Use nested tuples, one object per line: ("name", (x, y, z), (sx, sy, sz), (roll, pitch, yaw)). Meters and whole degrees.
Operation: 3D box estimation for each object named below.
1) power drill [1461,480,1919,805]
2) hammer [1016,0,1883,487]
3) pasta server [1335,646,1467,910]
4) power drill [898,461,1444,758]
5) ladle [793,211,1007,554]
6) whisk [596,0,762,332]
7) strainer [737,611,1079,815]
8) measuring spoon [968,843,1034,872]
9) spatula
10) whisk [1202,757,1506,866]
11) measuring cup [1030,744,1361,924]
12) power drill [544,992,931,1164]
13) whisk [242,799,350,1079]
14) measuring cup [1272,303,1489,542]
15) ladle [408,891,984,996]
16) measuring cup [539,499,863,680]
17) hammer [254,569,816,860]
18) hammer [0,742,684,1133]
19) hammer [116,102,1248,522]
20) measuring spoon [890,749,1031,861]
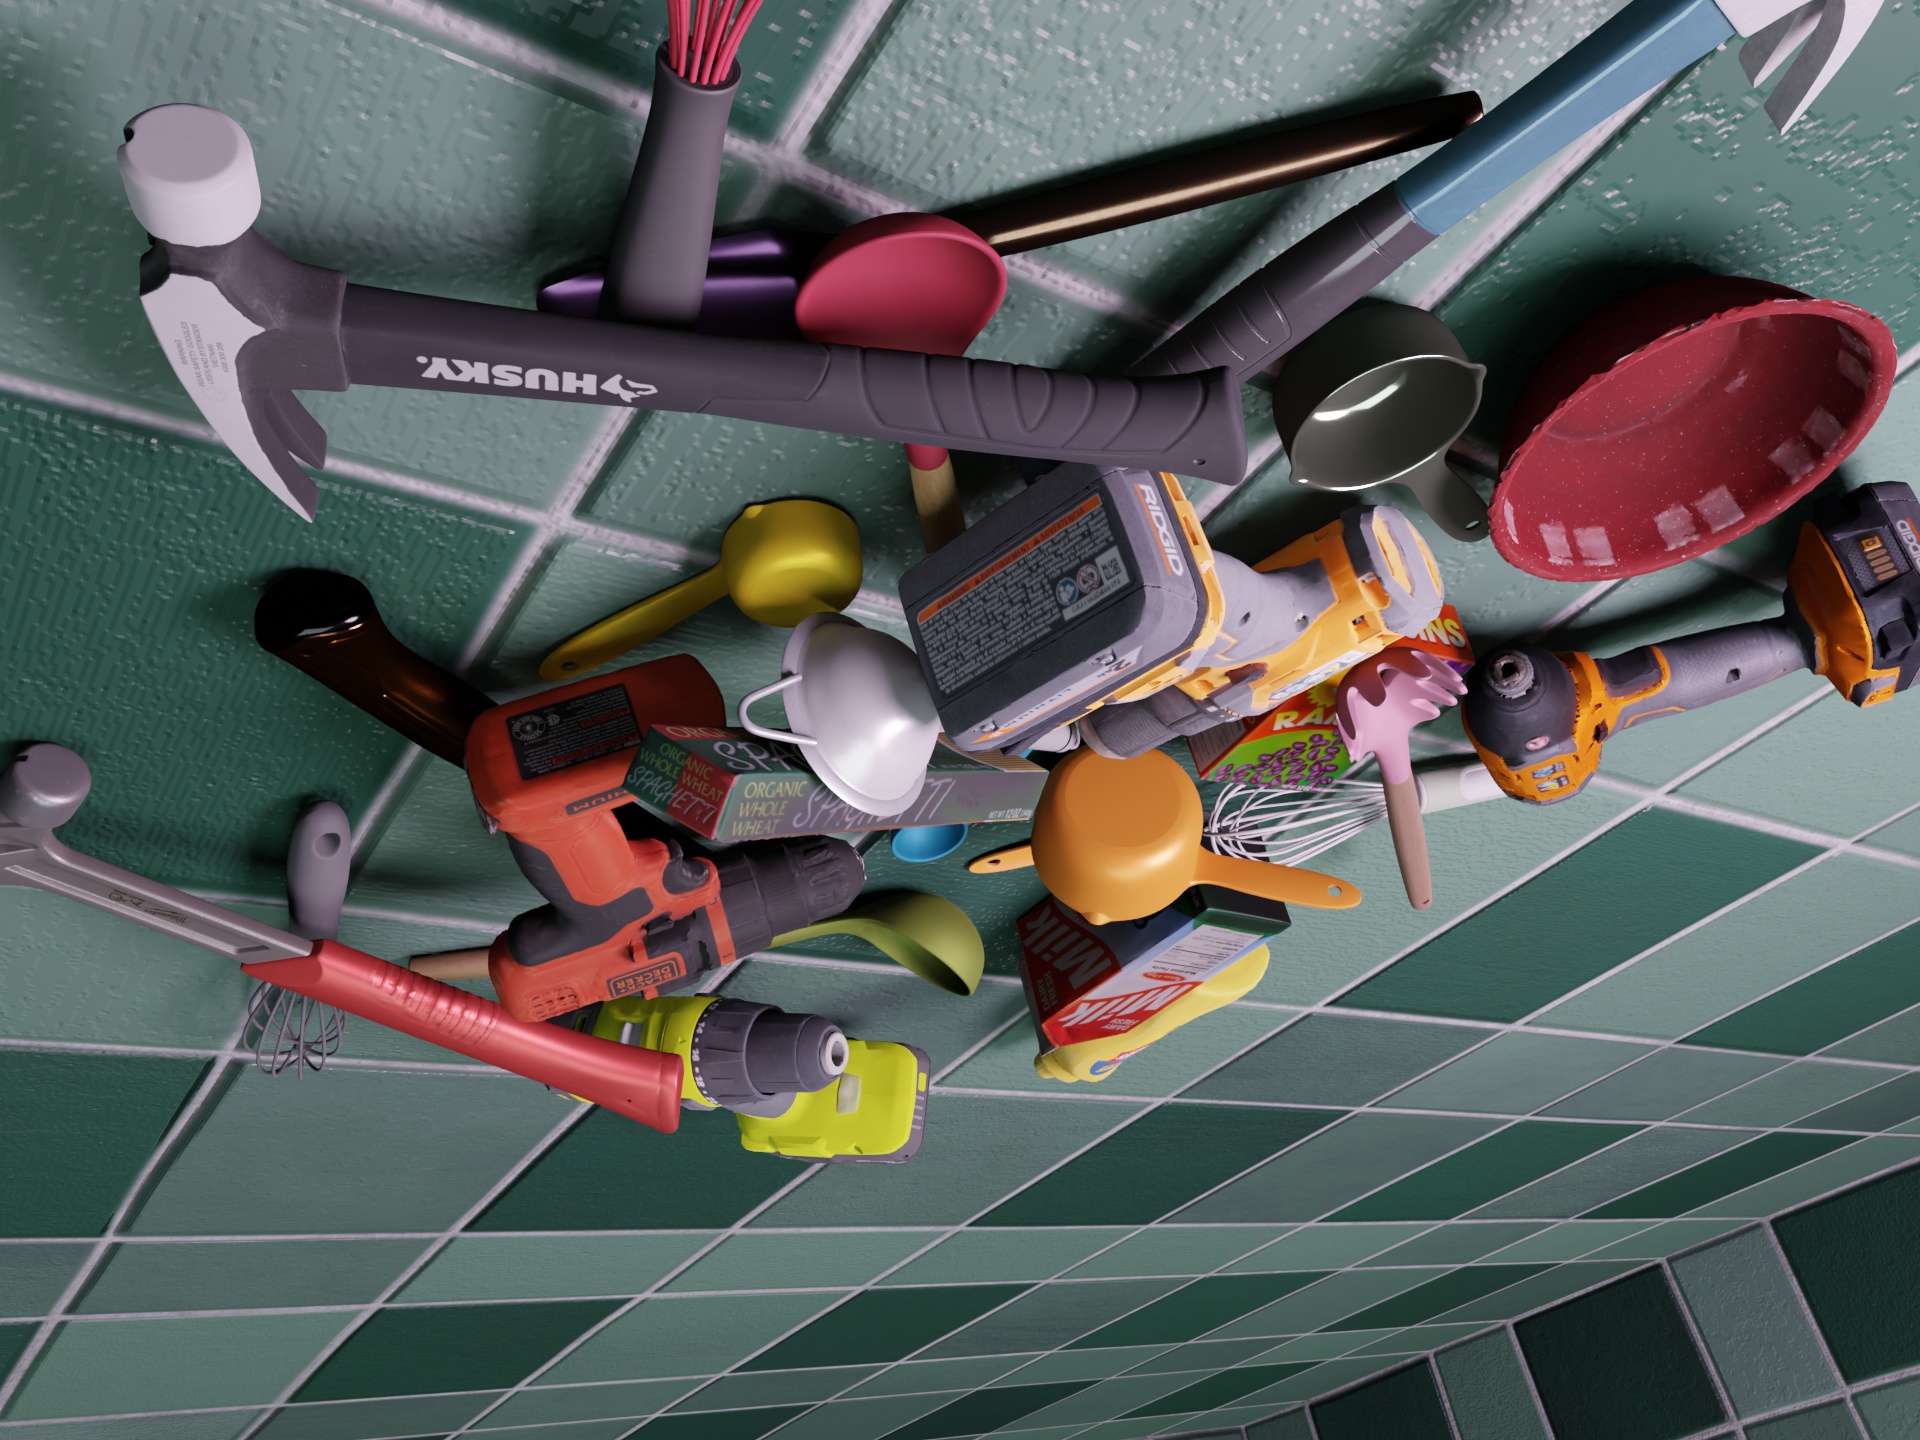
("power drill", (0.362, -0.032, 0.789), (0.226, 0.084, 0.164), (-23, 156, 19))
("hammer", (0.140, -0.163, 0.529), (0.128, 0.033, 0.331), (10, 148, -45))
("pasta server", (0.234, 0.044, 0.834), (0.060, 0.040, 0.315), (-30, 147, 3))
("power drill", (0.076, -0.033, 0.669), (0.185, 0.084, 0.226), (-31, 160, 37))
("ladle", (-0.008, -0.086, 0.612), (0.069, 0.031, 0.315), (-11, 154, 1))
("whisk", (-0.066, -0.189, 0.417), (0.073, 0.073, 0.295), (0, 149, -20))
("strainer", (-0.001, -0.002, 0.689), (0.050, 0.087, 0.258), (-21, 167, 25))
("measuring spoon", (0.060, 0.068, 0.911), (0.117, 0.011, 0.021), (-16, 146, 10))
("spatula", (0.017, -0.162, 0.530), (0.316, 0.018, 0.059), (-14, 145, 3))
("whisk", (0.254, 0.043, 0.912), (0.246, 0.058, 0.059), (-10, -178, -13))
("measuring cup", (0.122, 0.061, 0.813), (0.173, 0.095, 0.052), (12, 146, 10))
("power drill", (-0.112, 0.214, 0.958), (0.190, 0.080, 0.228), (-5, 157, 28))
("whisk", (-0.332, 0.114, 0.804), (0.055, 0.055, 0.238), (3, 140, -24))
("measuring cup", (0.183, -0.115, 0.651), (0.083, 0.038, 0.167), (-30, 150, 24))
("ladle", (-0.145, 0.138, 0.900), (0.320, 0.062, 0.078), (-4, 163, -10))
("measuring cup", (-0.110, -0.041, 0.658), (0.156, 0.029, 0.062), (-25, 146, 17))
("hammer", (-0.193, 0.030, 0.734), (0.127, 0.034, 0.336), (-24, 146, 14))
("hammer", (-0.295, 0.131, 0.767), (0.358, 0.037, 0.149), (29, 128, -28))
("hammer", (-0.067, -0.103, 0.497), (0.334, 0.035, 0.146), (4, 153, -13))
("measuring spoon", (0.007, 0.027, 0.826), (0.042, 0.021, 0.128), (16, 128, -38))
